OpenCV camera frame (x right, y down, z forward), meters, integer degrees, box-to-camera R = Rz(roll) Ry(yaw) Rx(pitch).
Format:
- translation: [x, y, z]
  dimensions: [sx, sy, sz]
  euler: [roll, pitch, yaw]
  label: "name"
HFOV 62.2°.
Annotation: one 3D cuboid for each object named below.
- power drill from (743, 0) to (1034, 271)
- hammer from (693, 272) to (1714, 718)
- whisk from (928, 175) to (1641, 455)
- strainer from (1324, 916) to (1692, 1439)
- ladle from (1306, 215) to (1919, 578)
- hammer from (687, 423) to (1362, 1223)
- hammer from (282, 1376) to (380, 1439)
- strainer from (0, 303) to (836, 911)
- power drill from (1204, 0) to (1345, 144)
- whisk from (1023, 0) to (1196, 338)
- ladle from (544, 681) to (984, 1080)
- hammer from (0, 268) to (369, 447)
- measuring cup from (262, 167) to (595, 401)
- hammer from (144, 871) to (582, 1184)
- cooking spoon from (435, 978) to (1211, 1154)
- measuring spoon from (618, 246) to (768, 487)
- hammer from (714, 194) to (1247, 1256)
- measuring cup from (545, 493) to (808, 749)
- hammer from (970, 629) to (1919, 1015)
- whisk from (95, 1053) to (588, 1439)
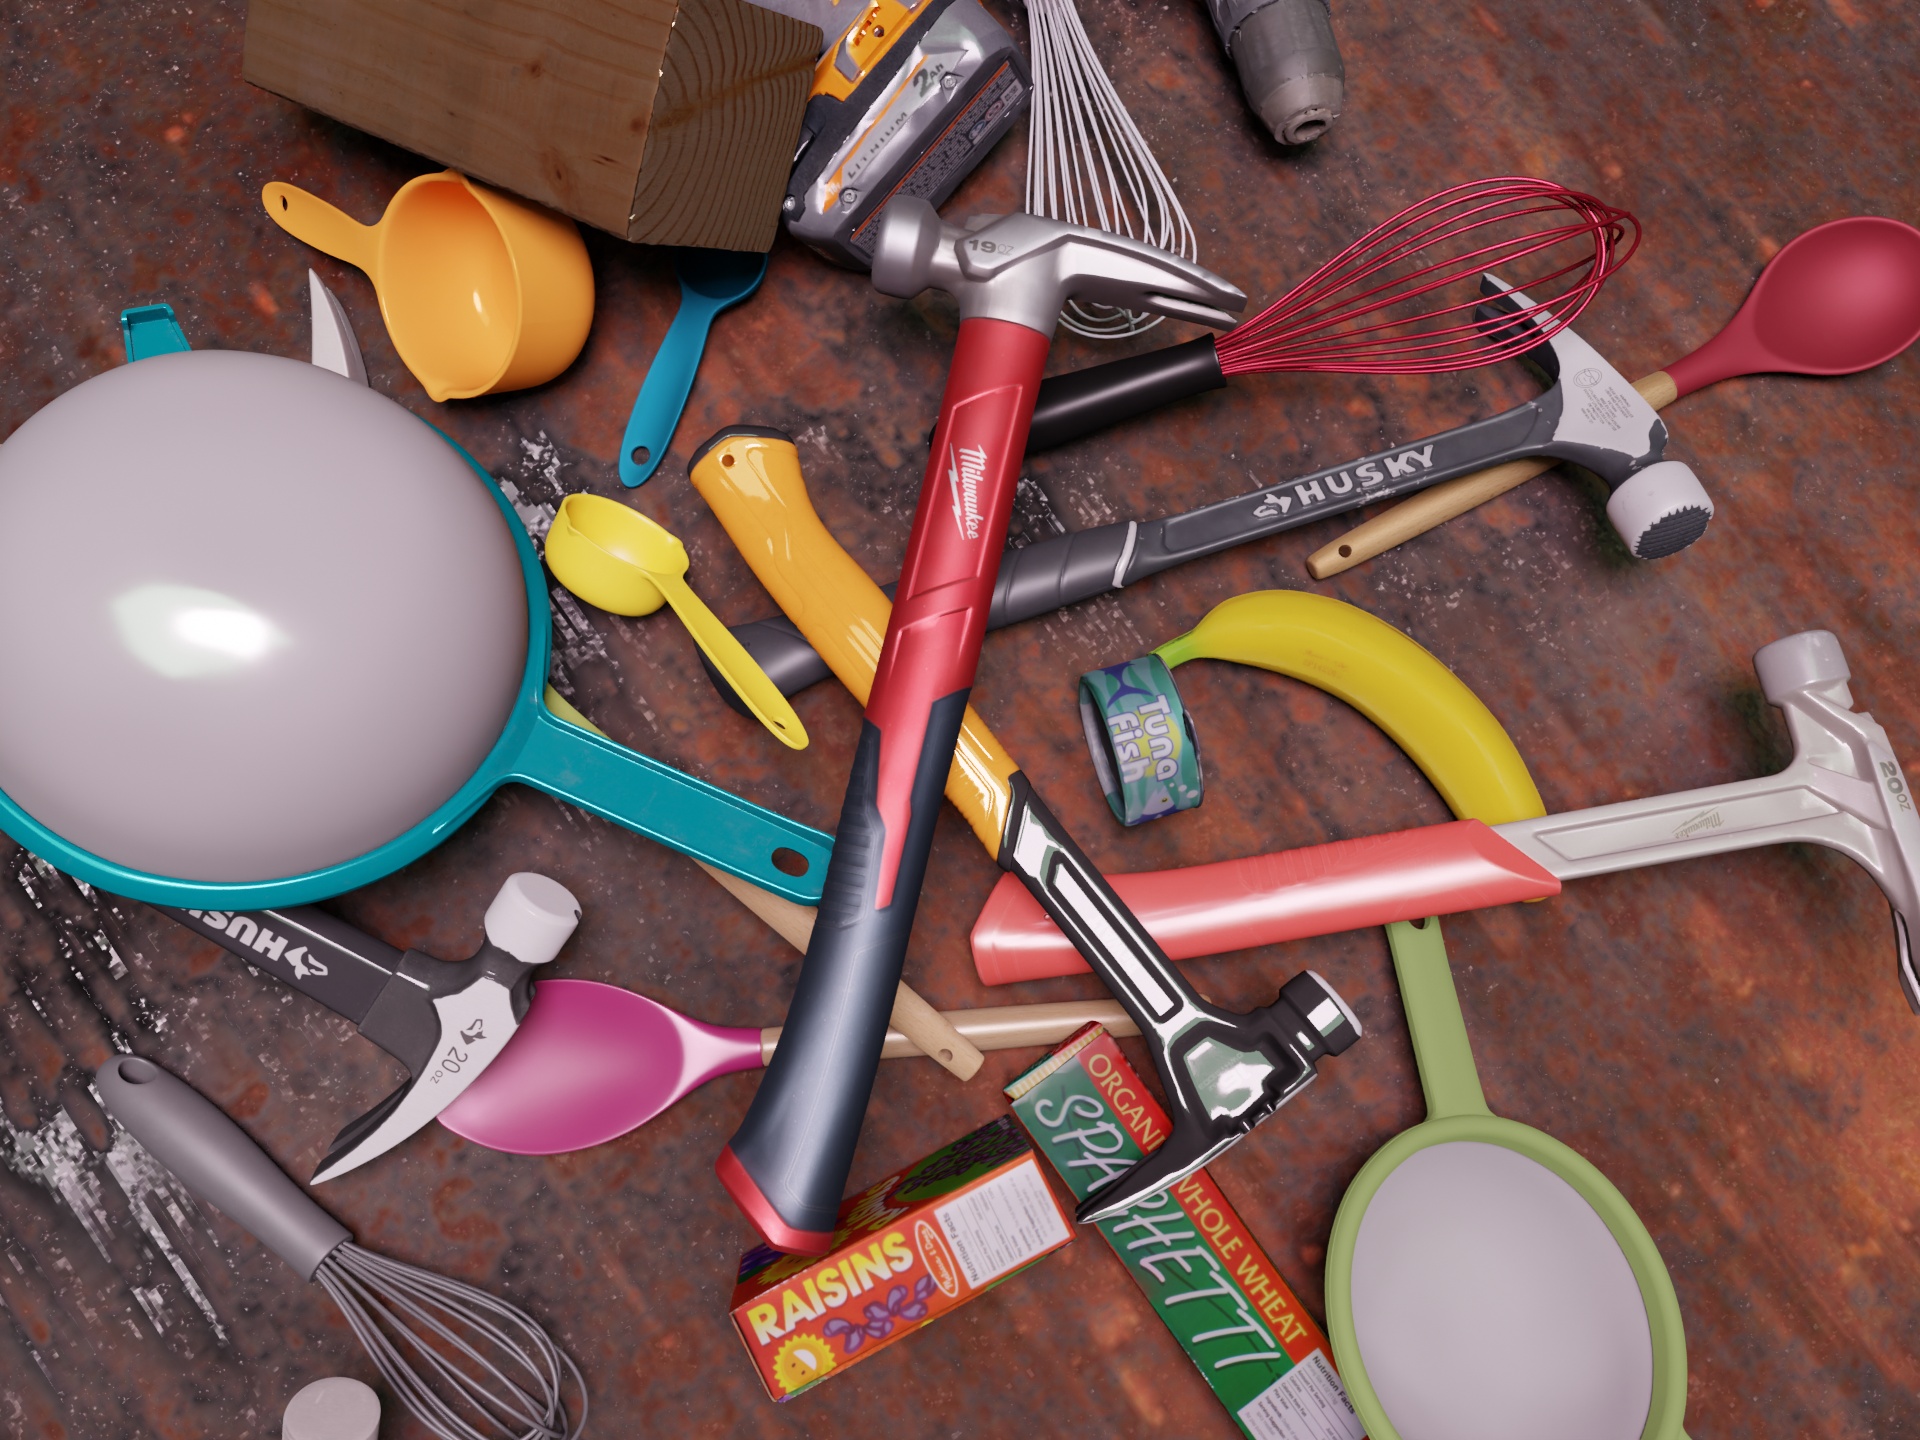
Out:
- translation: [-0.098, -0.299, 0.678]
  dimensions: [0.164, 0.084, 0.226]
  euler: [-45, 82, 12]
  label: "power drill"
- translation: [0.087, -0.080, 0.668]
  dimensions: [0.409, 0.036, 0.149]
  euler: [-16, 58, -1]
  label: "hammer"
- translation: [0.125, -0.155, 0.654]
  dimensions: [0.296, 0.073, 0.073]
  euler: [-15, 82, 14]
  label: "whisk"
- translation: [0.190, 0.187, 0.637]
  dimensions: [0.151, 0.069, 0.257]
  euler: [3, 62, -18]
  label: "strainer"
- translation: [0.293, -0.137, 0.707]
  dimensions: [0.315, 0.031, 0.069]
  euler: [-27, 81, -5]
  label: "ladle"
- translation: [-0.002, 0.025, 0.612]
  dimensions: [0.127, 0.034, 0.337]
  euler: [-38, 81, -1]
  label: "hammer"
- translation: [-0.084, 0.317, 0.591]
  dimensions: [0.331, 0.031, 0.130]
  euler: [11, 117, -9]
  label: "hammer"
- translation: [-0.187, -0.021, 0.549]
  dimensions: [0.340, 0.095, 0.211]
  euler: [25, 65, -7]
  label: "strainer"
- translation: [0.069, -0.341, 0.654]
  dimensions: [0.226, 0.080, 0.188]
  euler: [-2, 73, -41]
  label: "power drill"
- translation: [0.045, -0.300, 0.707]
  dimensions: [0.070, 0.070, 0.285]
  euler: [-11, 78, -5]
  label: "whisk"
- translation: [-0.113, 0.033, 0.643]
  dimensions: [0.320, 0.062, 0.078]
  euler: [40, 109, 0]
  label: "ladle"
- translation: [-0.454, -0.103, 0.655]
  dimensions: [0.410, 0.038, 0.146]
  euler: [-4, 80, -3]
  label: "hammer"
- translation: [-0.225, -0.198, 0.675]
  dimensions: [0.174, 0.052, 0.095]
  euler: [30, 120, 27]
  label: "measuring cup"
- translation: [-0.319, 0.044, 0.581]
  dimensions: [0.334, 0.035, 0.146]
  euler: [33, 103, -12]
  label: "hammer"
- translation: [-0.055, 0.132, 0.649]
  dimensions: [0.319, 0.017, 0.069]
  euler: [-4, 81, -3]
  label: "cooking spoon"
- translation: [-0.119, -0.160, 0.695]
  dimensions: [0.042, 0.021, 0.128]
  euler: [22, 90, 7]
  label: "measuring spoon"
- translation: [-0.001, -0.002, 0.578]
  dimensions: [0.143, 0.038, 0.386]
  euler: [13, 79, 1]
  label: "hammer"
- translation: [-0.113, -0.034, 0.635]
  dimensions: [0.157, 0.062, 0.029]
  euler: [48, 115, 25]
  label: "measuring cup"
- translation: [0.183, 0.069, 0.625]
  dimensions: [0.359, 0.036, 0.149]
  euler: [-11, 72, 6]
  label: "hammer"
- translation: [-0.242, 0.204, 0.615]
  dimensions: [0.239, 0.055, 0.055]
  euler: [36, 81, 7]
  label: "whisk"
